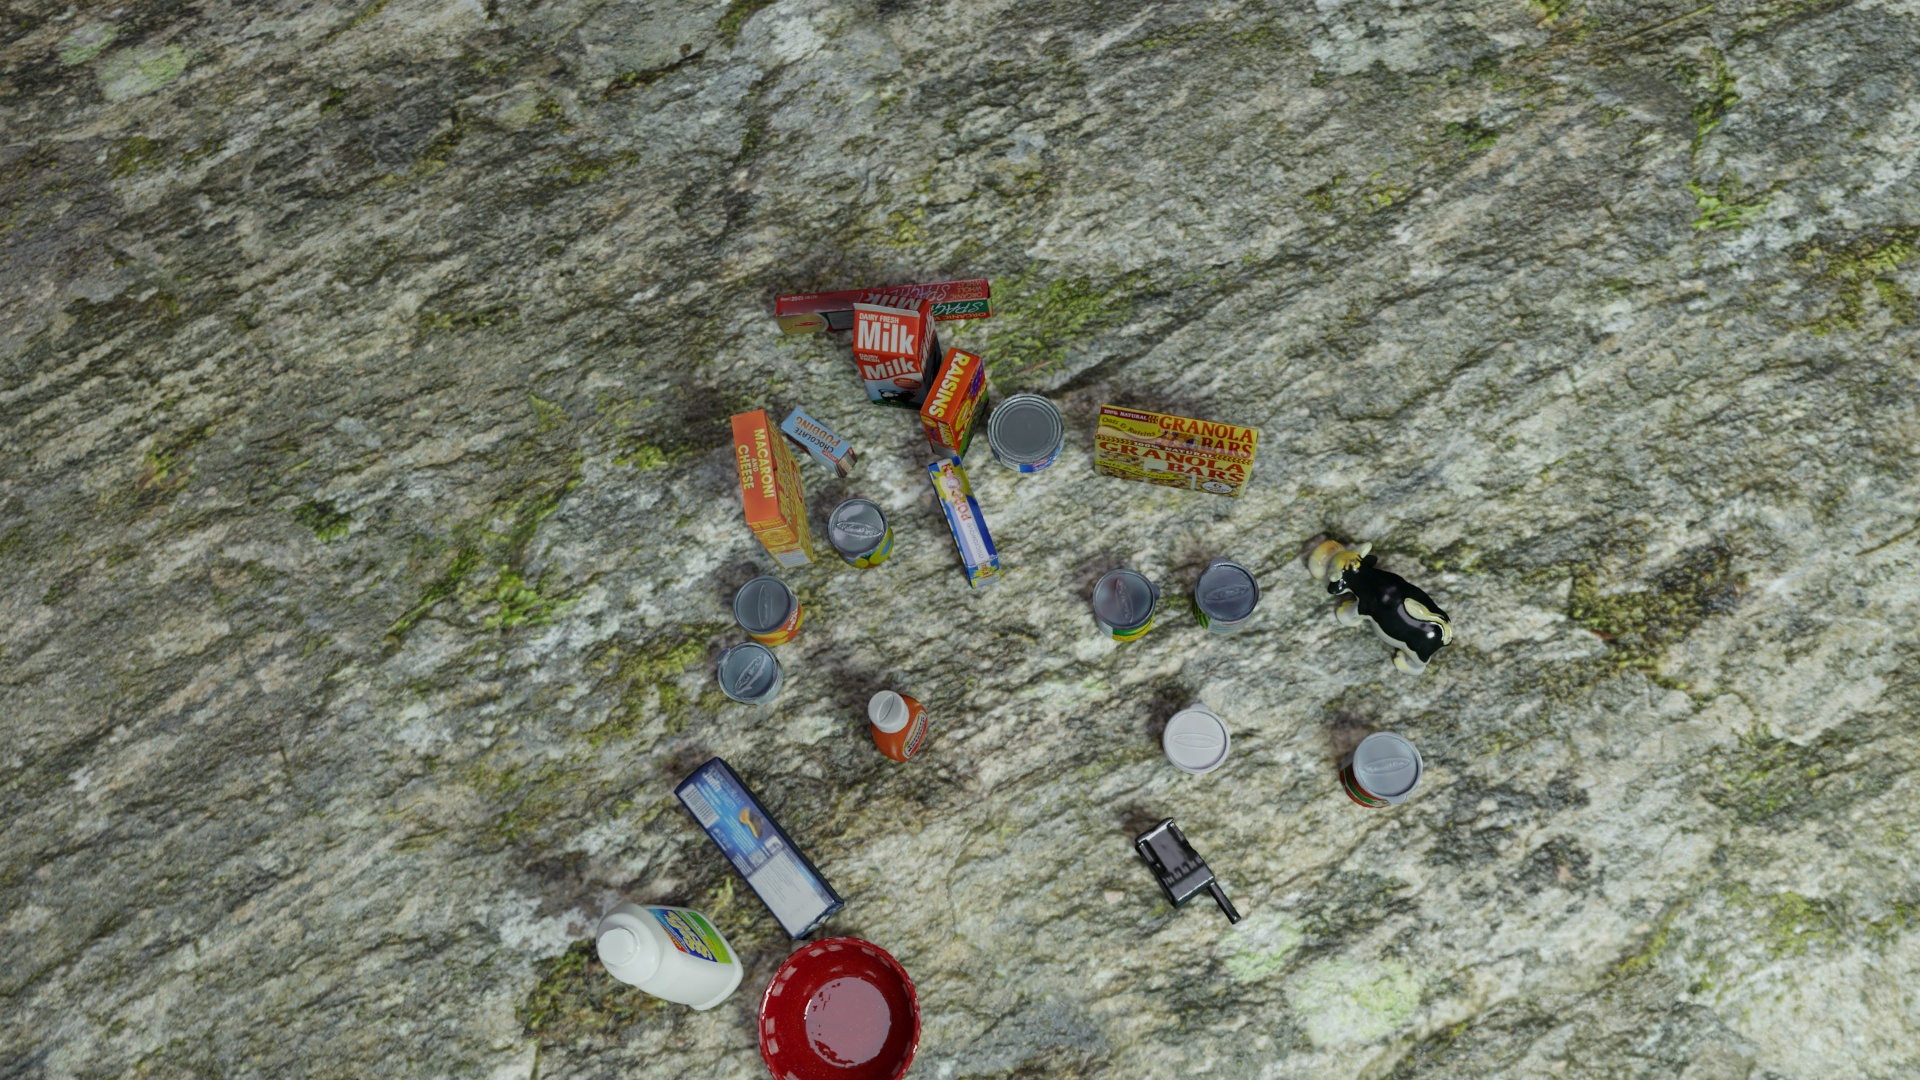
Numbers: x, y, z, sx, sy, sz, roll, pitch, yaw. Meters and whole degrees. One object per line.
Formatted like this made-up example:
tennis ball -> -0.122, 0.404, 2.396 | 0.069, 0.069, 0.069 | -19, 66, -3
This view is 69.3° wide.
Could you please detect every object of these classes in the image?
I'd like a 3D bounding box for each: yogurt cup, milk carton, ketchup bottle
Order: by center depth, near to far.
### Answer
ketchup bottle -> -0.066, 0.184, 1.414 | 0.043, 0.148, 0.065 | 22, 76, 12
yogurt cup -> 0.241, 0.209, 1.426 | 0.072, 0.053, 0.072 | -2, 72, 5
milk carton -> -0.069, -0.213, 1.520 | 0.072, 0.190, 0.073 | 8, 74, 8

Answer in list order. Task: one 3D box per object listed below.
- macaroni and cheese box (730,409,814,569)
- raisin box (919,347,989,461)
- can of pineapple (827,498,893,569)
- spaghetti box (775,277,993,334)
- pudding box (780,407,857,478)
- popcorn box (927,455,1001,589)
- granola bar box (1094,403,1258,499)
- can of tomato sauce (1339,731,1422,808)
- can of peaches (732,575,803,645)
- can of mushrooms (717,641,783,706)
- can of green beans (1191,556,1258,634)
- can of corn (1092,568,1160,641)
macaroni and cheese box -> -0.200, -0.053, 1.494 | 0.040, 0.166, 0.124 | -12, 72, 2
raisin box -> -0.005, -0.147, 1.528 | 0.040, 0.123, 0.086 | 22, 76, 12
can of pineapple -> -0.110, -0.005, 1.527 | 0.071, 0.057, 0.071 | -2, 72, 5
spaghetti box -> -0.087, -0.271, 1.615 | 0.250, 0.050, 0.029 | -4, 72, 4
pudding box -> -0.160, -0.110, 1.570 | 0.084, 0.049, 0.030 | 35, 79, 15
popcorn box -> 0.005, -0.019, 1.506 | 0.038, 0.085, 0.127 | -21, 72, -1
granola bar box -> 0.229, -0.095, 1.488 | 0.165, 0.124, 0.039 | 10, 74, 9
can of tomato sauce -> 0.419, 0.232, 1.386 | 0.071, 0.083, 0.071 | -2, 72, 5
can of peaches -> -0.206, 0.077, 1.509 | 0.071, 0.058, 0.071 | -2, 72, 5
can of mushrooms -> -0.228, 0.144, 1.503 | 0.071, 0.033, 0.071 | -2, 72, 5
can of green beans -> 0.279, 0.061, 1.468 | 0.071, 0.057, 0.071 | -2, 72, 5
can of corn -> 0.176, 0.069, 1.475 | 0.071, 0.058, 0.071 | -2, 72, 5
